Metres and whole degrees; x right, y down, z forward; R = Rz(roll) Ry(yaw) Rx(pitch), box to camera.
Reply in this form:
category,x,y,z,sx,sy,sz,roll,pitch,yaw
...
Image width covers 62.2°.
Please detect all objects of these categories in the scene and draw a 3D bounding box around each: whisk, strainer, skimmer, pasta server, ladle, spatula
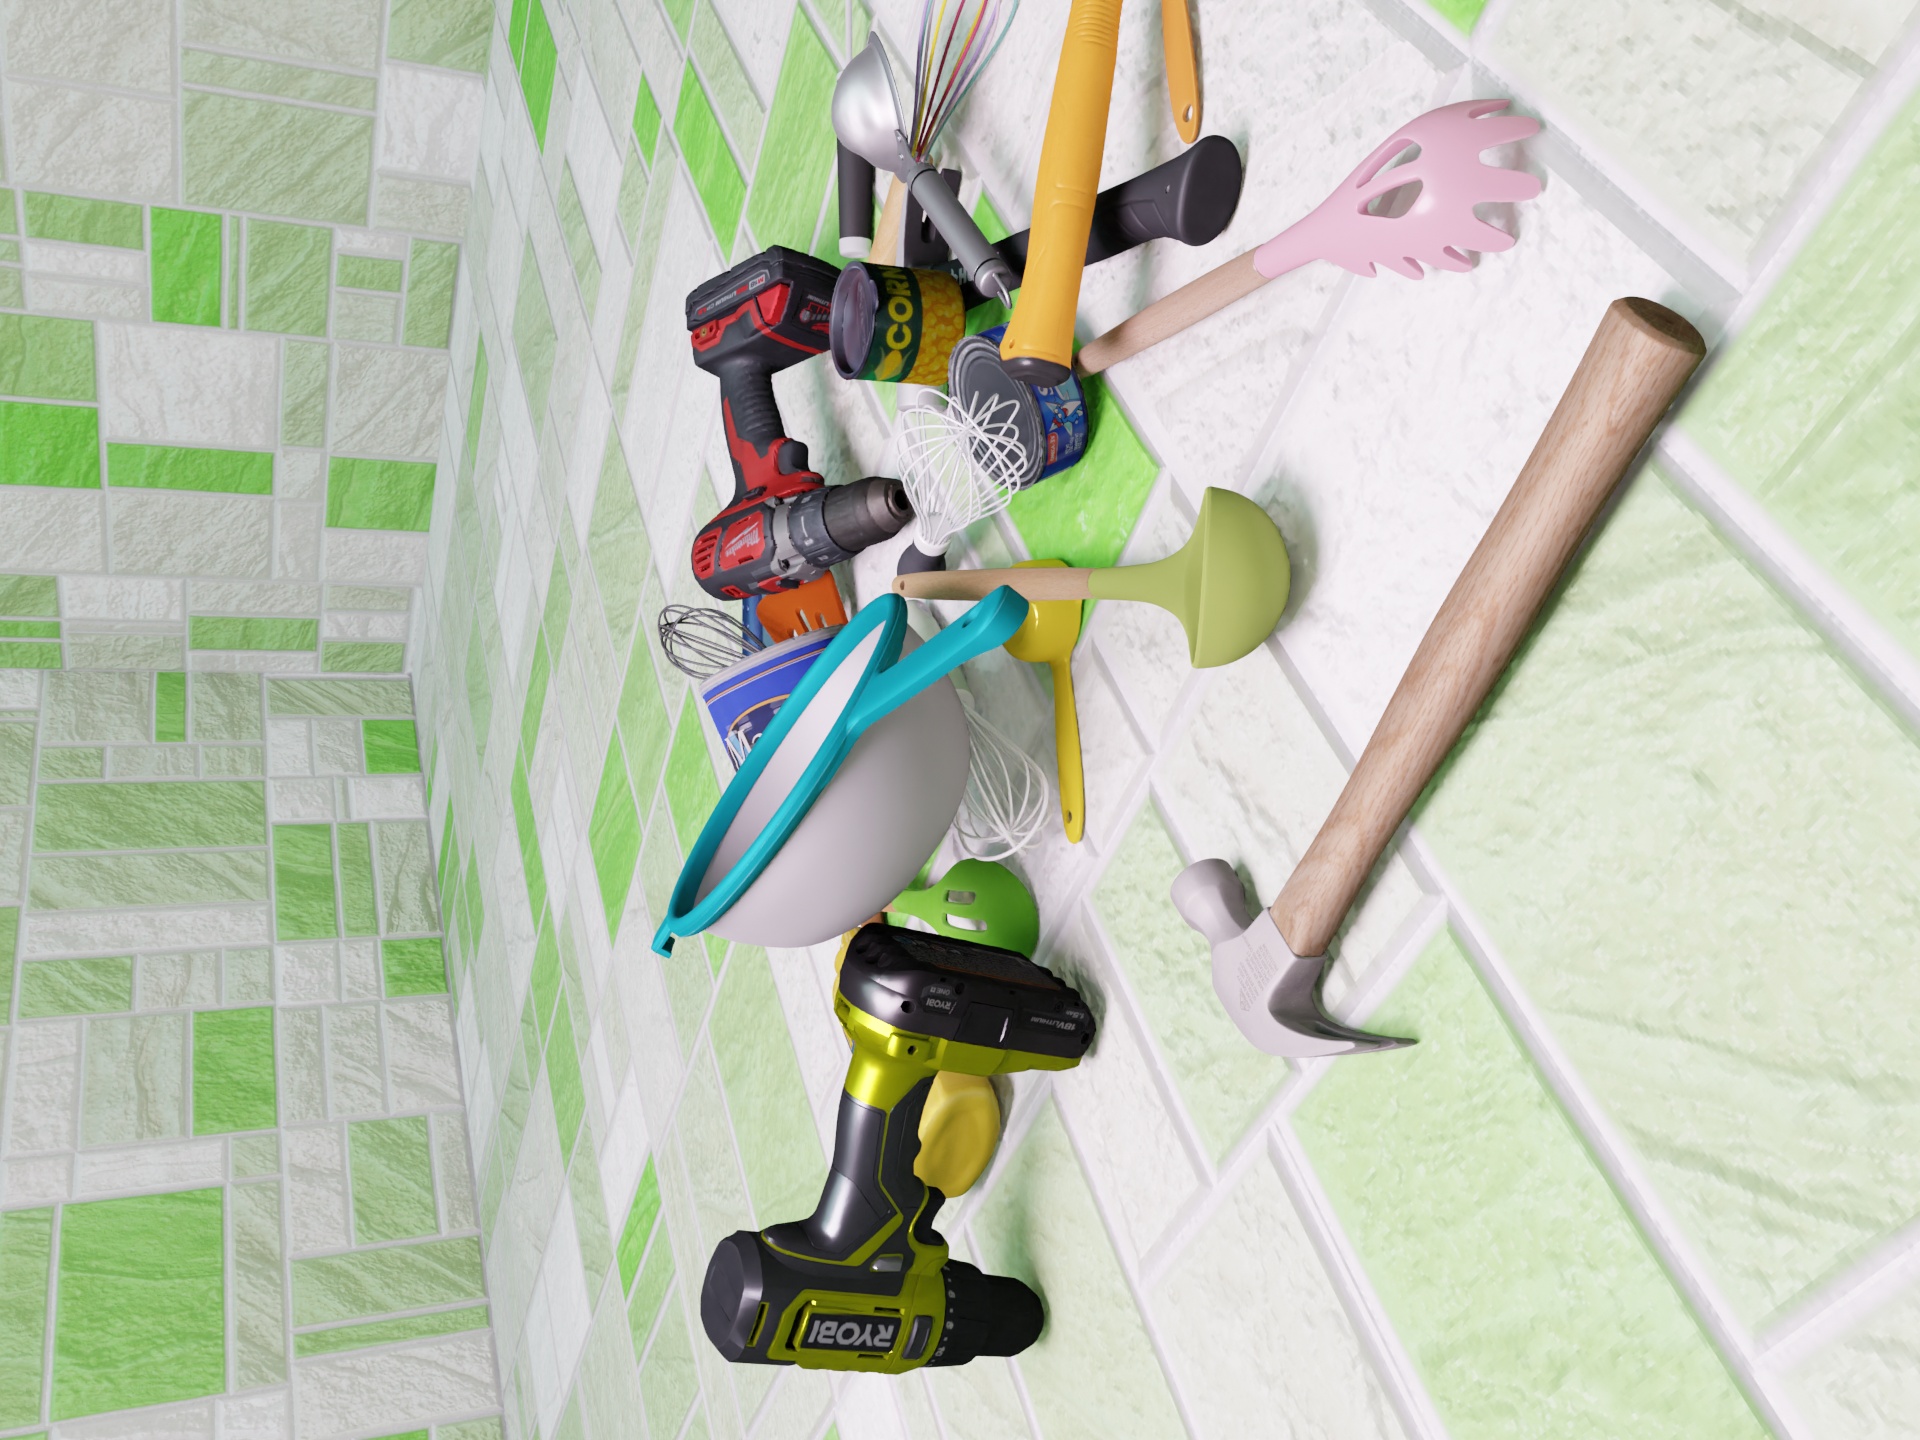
category,x,y,z,sx,sy,sz,roll,pitch,yaw
whisk,-0.001,-0.003,0.926,0.059,0.057,0.247,-40,36,11
strainer,-0.030,0.024,0.786,0.340,0.095,0.211,-33,26,57
skimmer,-0.107,-0.504,1.101,0.127,0.090,0.363,-25,-66,-83
strainer,-0.026,-0.311,0.902,0.086,0.050,0.259,83,163,-53
whisk,-0.018,-0.368,0.982,0.244,0.051,0.047,116,165,-49
whisk,-0.127,-0.032,1.107,0.239,0.055,0.055,22,113,34
pasta server,0.126,-0.191,0.694,0.316,0.040,0.060,174,95,-68
ladle,0.042,-0.069,0.784,0.320,0.062,0.078,7,93,57
whisk,-0.010,-0.113,0.883,0.284,0.070,0.070,122,143,-77
spatula,-0.082,0.053,1.104,0.081,0.041,0.323,-25,68,38

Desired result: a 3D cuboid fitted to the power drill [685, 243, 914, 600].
category,x,y,z,sx,sy,sz,roll,pitch,yaw
power drill,-0.112,-0.204,1.095,0.188,0.080,0.227,-13,76,41

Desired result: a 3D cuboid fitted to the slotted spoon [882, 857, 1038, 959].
category,x,y,z,sx,sy,sz,roll,pitch,yaw
slotted spoon,-0.050,0.115,1.014,0.314,0.031,0.070,-1,94,59

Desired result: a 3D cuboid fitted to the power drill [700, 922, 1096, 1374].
category,x,y,z,sx,sy,sz,roll,pitch,yaw
power drill,-0.015,0.235,0.837,0.080,0.190,0.228,28,101,62

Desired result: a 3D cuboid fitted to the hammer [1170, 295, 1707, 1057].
category,x,y,z,sx,sy,sz,roll,pitch,yaw
hammer,0.172,0.002,0.588,0.130,0.031,0.331,-116,36,-43

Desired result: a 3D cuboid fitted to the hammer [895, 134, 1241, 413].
category,x,y,z,sx,sy,sz,roll,pitch,yaw
hammer,0.042,-0.257,0.854,0.335,0.035,0.146,-172,82,-64

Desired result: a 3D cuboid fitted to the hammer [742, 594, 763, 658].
category,x,y,z,sx,sy,sz,roll,pitch,yaw
hammer,-0.166,-0.149,1.285,0.144,0.035,0.405,168,101,-64

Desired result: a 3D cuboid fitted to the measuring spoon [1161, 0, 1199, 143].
category,x,y,z,sx,sy,sz,roll,pitch,yaw
measuring spoon,0.106,-0.330,0.754,0.021,0.011,0.117,-12,83,64

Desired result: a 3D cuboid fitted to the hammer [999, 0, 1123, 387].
category,x,y,z,sx,sy,sz,roll,pitch,yaw
hammer,0.066,-0.325,0.748,0.127,0.034,0.337,8,89,64

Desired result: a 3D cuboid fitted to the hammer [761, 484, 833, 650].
category,x,y,z,sx,sy,sz,roll,pitch,yaw
hammer,-0.137,-0.014,1.205,0.128,0.033,0.331,11,104,44

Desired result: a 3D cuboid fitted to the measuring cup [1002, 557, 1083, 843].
category,x,y,z,sx,sy,sz,roll,pitch,yaw
measuring cup,0.044,-0.011,0.855,0.062,0.029,0.156,156,110,-62
